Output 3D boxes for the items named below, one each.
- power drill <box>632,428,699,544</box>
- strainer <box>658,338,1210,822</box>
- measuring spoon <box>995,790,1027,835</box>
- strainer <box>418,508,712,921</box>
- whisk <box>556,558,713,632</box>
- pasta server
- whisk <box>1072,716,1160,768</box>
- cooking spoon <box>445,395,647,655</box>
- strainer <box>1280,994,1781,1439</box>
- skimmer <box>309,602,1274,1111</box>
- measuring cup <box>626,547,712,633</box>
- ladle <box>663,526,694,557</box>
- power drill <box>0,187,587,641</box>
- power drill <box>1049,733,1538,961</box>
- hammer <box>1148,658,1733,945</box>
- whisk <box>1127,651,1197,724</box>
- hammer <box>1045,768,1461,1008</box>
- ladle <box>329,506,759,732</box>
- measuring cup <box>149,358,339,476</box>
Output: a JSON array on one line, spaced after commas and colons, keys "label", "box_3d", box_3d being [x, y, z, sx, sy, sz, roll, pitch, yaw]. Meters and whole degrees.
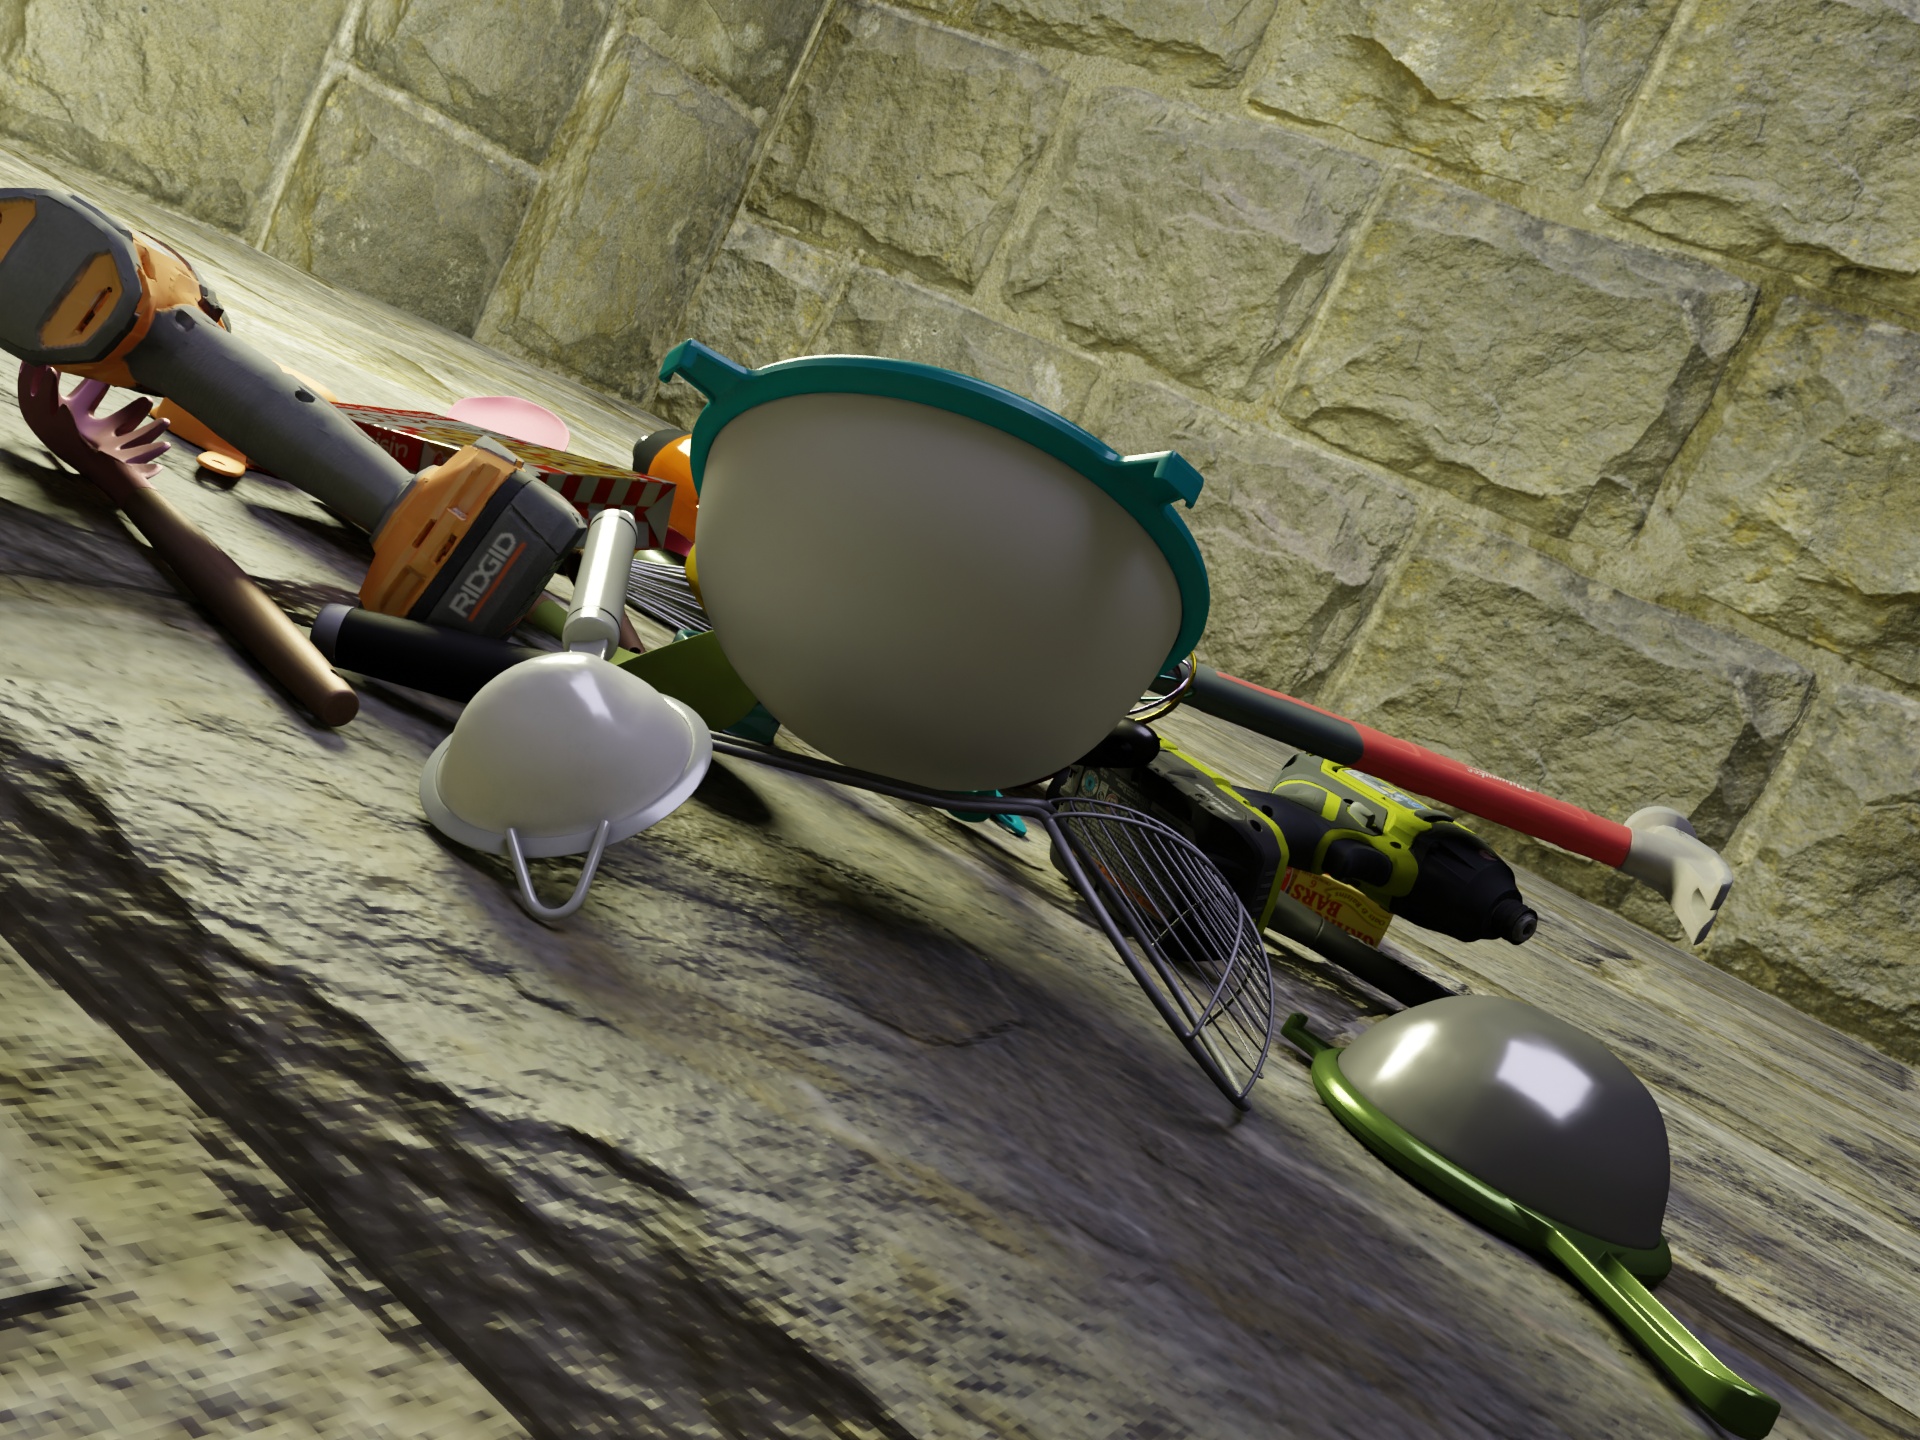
[{"label": "power drill", "box_3d": [-0.118, -0.115, 1.063, 0.164, 0.084, 0.226, 37, 1, 44]}, {"label": "strainer", "box_3d": [-0.016, -0.004, 0.659, 0.211, 0.095, 0.340, 15, -26, 11]}, {"label": "measuring spoon", "box_3d": [-0.002, 0.034, 0.900, 0.042, 0.021, 0.129, 20, 19, -42]}, {"label": "strainer", "box_3d": [-0.126, -0.026, 0.531, 0.087, 0.050, 0.259, -5, 28, -5]}, {"label": "whisk", "box_3d": [-0.185, -0.081, 0.919, 0.284, 0.070, 0.070, 19, 9, -16]}, {"label": "pasta server", "box_3d": [-0.293, -0.077, 0.597, 0.316, 0.040, 0.060, 34, -5, 39]}, {"label": "whisk", "box_3d": [-0.001, -0.004, 0.810, 0.239, 0.055, 0.055, 9, -5, 39]}, {"label": "cooking spoon", "box_3d": [-0.222, -0.109, 0.872, 0.068, 0.017, 0.319, -8, 38, -27]}, {"label": "strainer", "box_3d": [0.225, 0.158, 0.577, 0.151, 0.069, 0.256, 25, 6, -9]}, {"label": "skimmer", "box_3d": [-0.059, 0.046, 0.566, 0.363, 0.090, 0.127, 16, 6, -1]}, {"label": "measuring cup", "box_3d": [-0.140, -0.069, 1.033, 0.167, 0.038, 0.083, 20, 9, -32]}, {"label": "ladle", "box_3d": [-0.163, -0.150, 1.191, 0.069, 0.031, 0.315, 44, 25, -6]}, {"label": "power drill", "box_3d": [-0.267, -0.117, 0.644, 0.226, 0.084, 0.185, 35, -1, -13]}, {"label": "power drill", "box_3d": [0.174, 0.067, 0.817, 0.223, 0.080, 0.171, 4, 20, -35]}, {"label": "hammer", "box_3d": [0.199, 0.014, 0.829, 0.386, 0.038, 0.143, 21, 15, 11]}, {"label": "whisk", "box_3d": [0.022, -0.016, 0.848, 0.245, 0.047, 0.051, -4, -4, 40]}, {"label": "hammer", "box_3d": [0.187, 0.113, 0.891, 0.335, 0.035, 0.146, 30, 8, 28]}, {"label": "ladle", "box_3d": [-0.213, -0.072, 0.757, 0.320, 0.062, 0.078, 27, 26, 31]}, {"label": "measuring cup", "box_3d": [-0.372, -0.160, 0.832, 0.095, 0.052, 0.174, 23, 6, -23]}]
